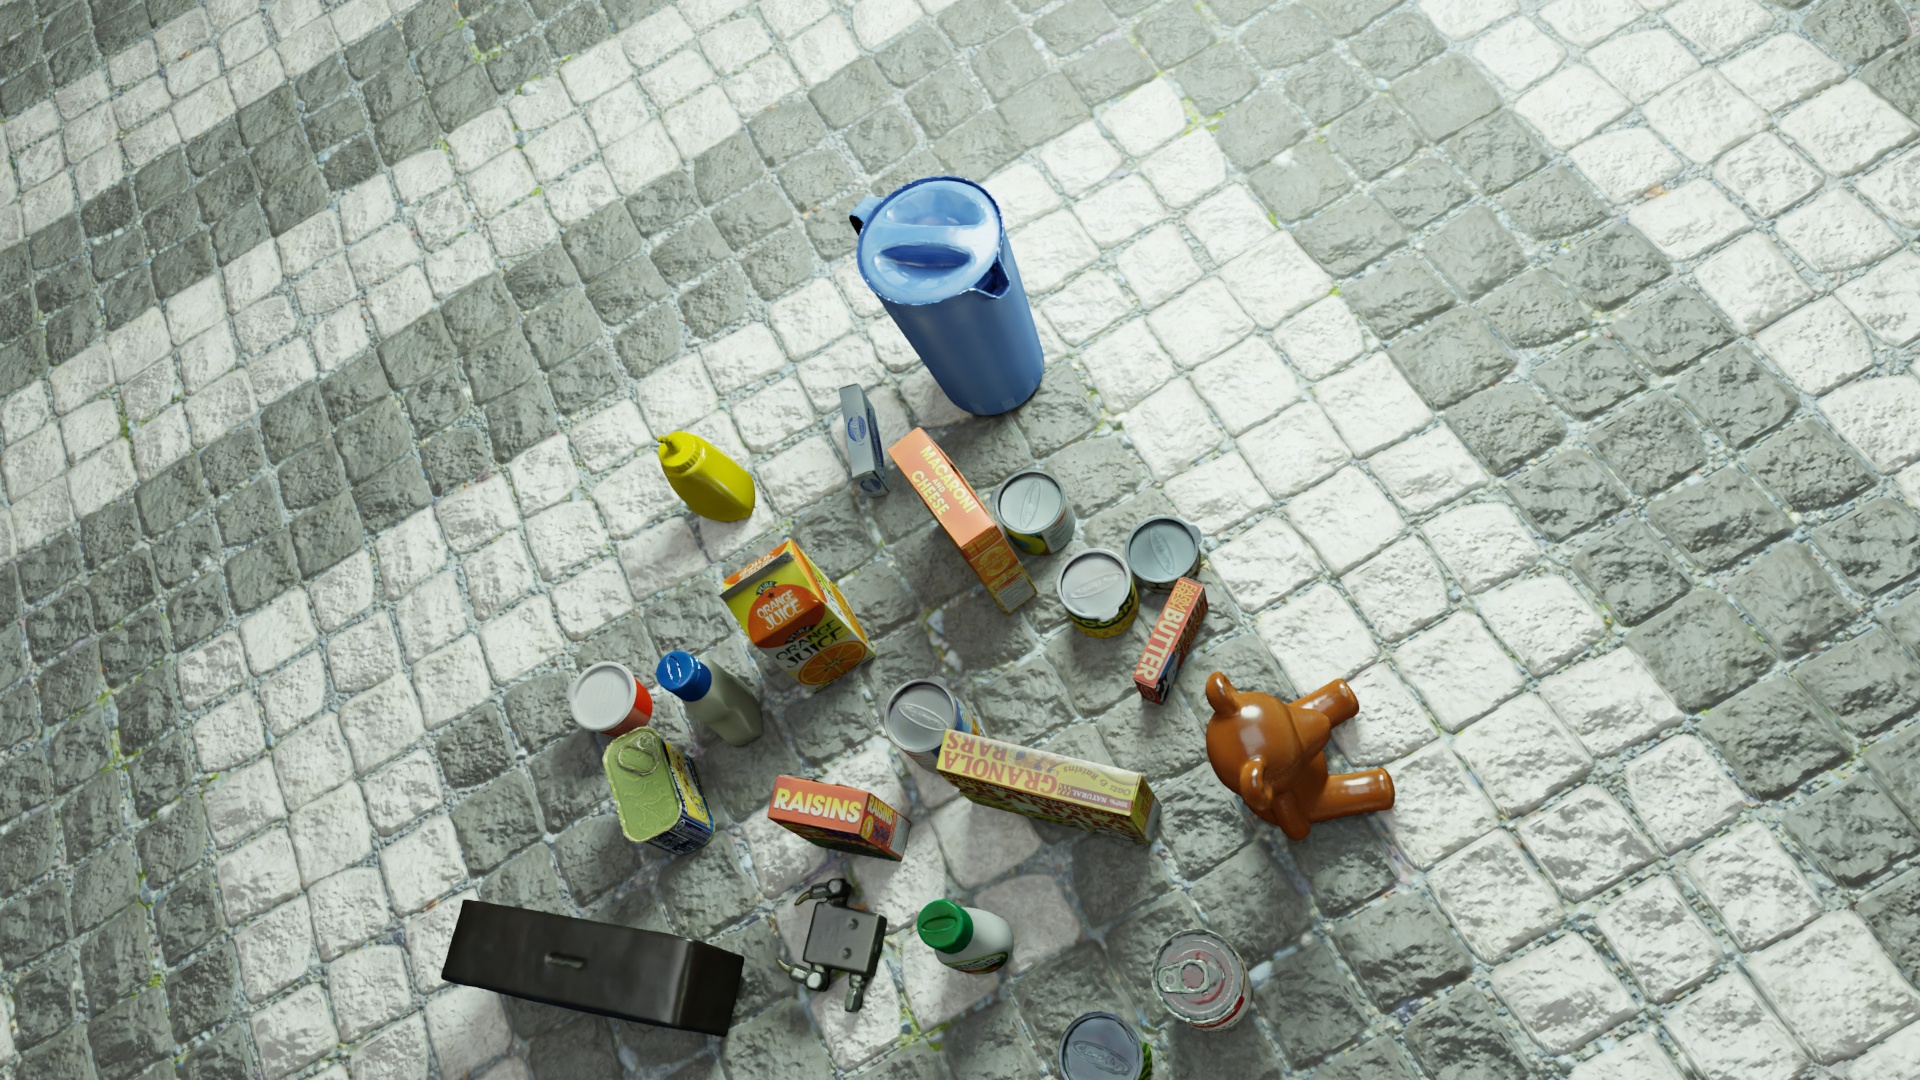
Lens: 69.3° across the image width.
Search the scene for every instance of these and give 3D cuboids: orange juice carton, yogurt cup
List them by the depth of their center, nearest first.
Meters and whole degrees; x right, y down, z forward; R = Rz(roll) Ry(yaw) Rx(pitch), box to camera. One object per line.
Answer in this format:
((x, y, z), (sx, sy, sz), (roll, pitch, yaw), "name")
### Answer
((-0.148, 0.064, 1.240), (0.072, 0.192, 0.073), (-31, 62, 1), "orange juice carton")
((-0.331, 0.156, 1.329), (0.072, 0.053, 0.072), (-6, 65, 13), "yogurt cup")

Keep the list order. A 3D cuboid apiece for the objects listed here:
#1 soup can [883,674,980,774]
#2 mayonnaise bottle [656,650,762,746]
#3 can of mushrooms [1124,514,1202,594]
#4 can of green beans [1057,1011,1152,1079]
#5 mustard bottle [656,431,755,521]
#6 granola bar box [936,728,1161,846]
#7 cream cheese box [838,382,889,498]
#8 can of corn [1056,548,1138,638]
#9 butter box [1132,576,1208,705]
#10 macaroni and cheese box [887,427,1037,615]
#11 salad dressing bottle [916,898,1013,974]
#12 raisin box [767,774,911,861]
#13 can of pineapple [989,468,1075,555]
((-0.022, 0.162, 1.221), (0.071, 0.083, 0.071), (-6, 66, 13), "soup can")
((-0.226, 0.139, 1.253), (0.041, 0.147, 0.065), (-26, 63, 4), "mayonnaise bottle")
((0.186, 0.012, 1.257), (0.071, 0.033, 0.071), (-6, 65, 13), "can of mushrooms")
((0.114, 0.406, 1.088), (0.071, 0.057, 0.071), (-6, 66, 13), "can of green beans")
((-0.252, -0.068, 1.346), (0.065, 0.159, 0.049), (-4, 66, 15), "mustard bottle")
((0.075, 0.206, 1.151), (0.165, 0.124, 0.039), (10, 70, 20), "granola bar box")
((-0.095, -0.098, 1.375), (0.024, 0.053, 0.104), (-16, 64, 9), "cream cheese box")
((0.125, 0.050, 1.244), (0.071, 0.058, 0.071), (-6, 66, 13), "can of corn")
((0.184, 0.088, 1.213), (0.024, 0.053, 0.104), (21, 74, 23), "butter box")
((0.004, -0.016, 1.246), (0.040, 0.166, 0.124), (-36, 62, -1), "macaroni and cheese box")
((0.002, 0.316, 1.110), (0.064, 0.147, 0.044), (-13, 64, 10), "salad dressing bottle")
((-0.101, 0.238, 1.188), (0.086, 0.123, 0.040), (7, 69, 19), "raisin box")
((0.069, -0.027, 1.294), (0.071, 0.057, 0.071), (-6, 66, 13), "can of pineapple")
